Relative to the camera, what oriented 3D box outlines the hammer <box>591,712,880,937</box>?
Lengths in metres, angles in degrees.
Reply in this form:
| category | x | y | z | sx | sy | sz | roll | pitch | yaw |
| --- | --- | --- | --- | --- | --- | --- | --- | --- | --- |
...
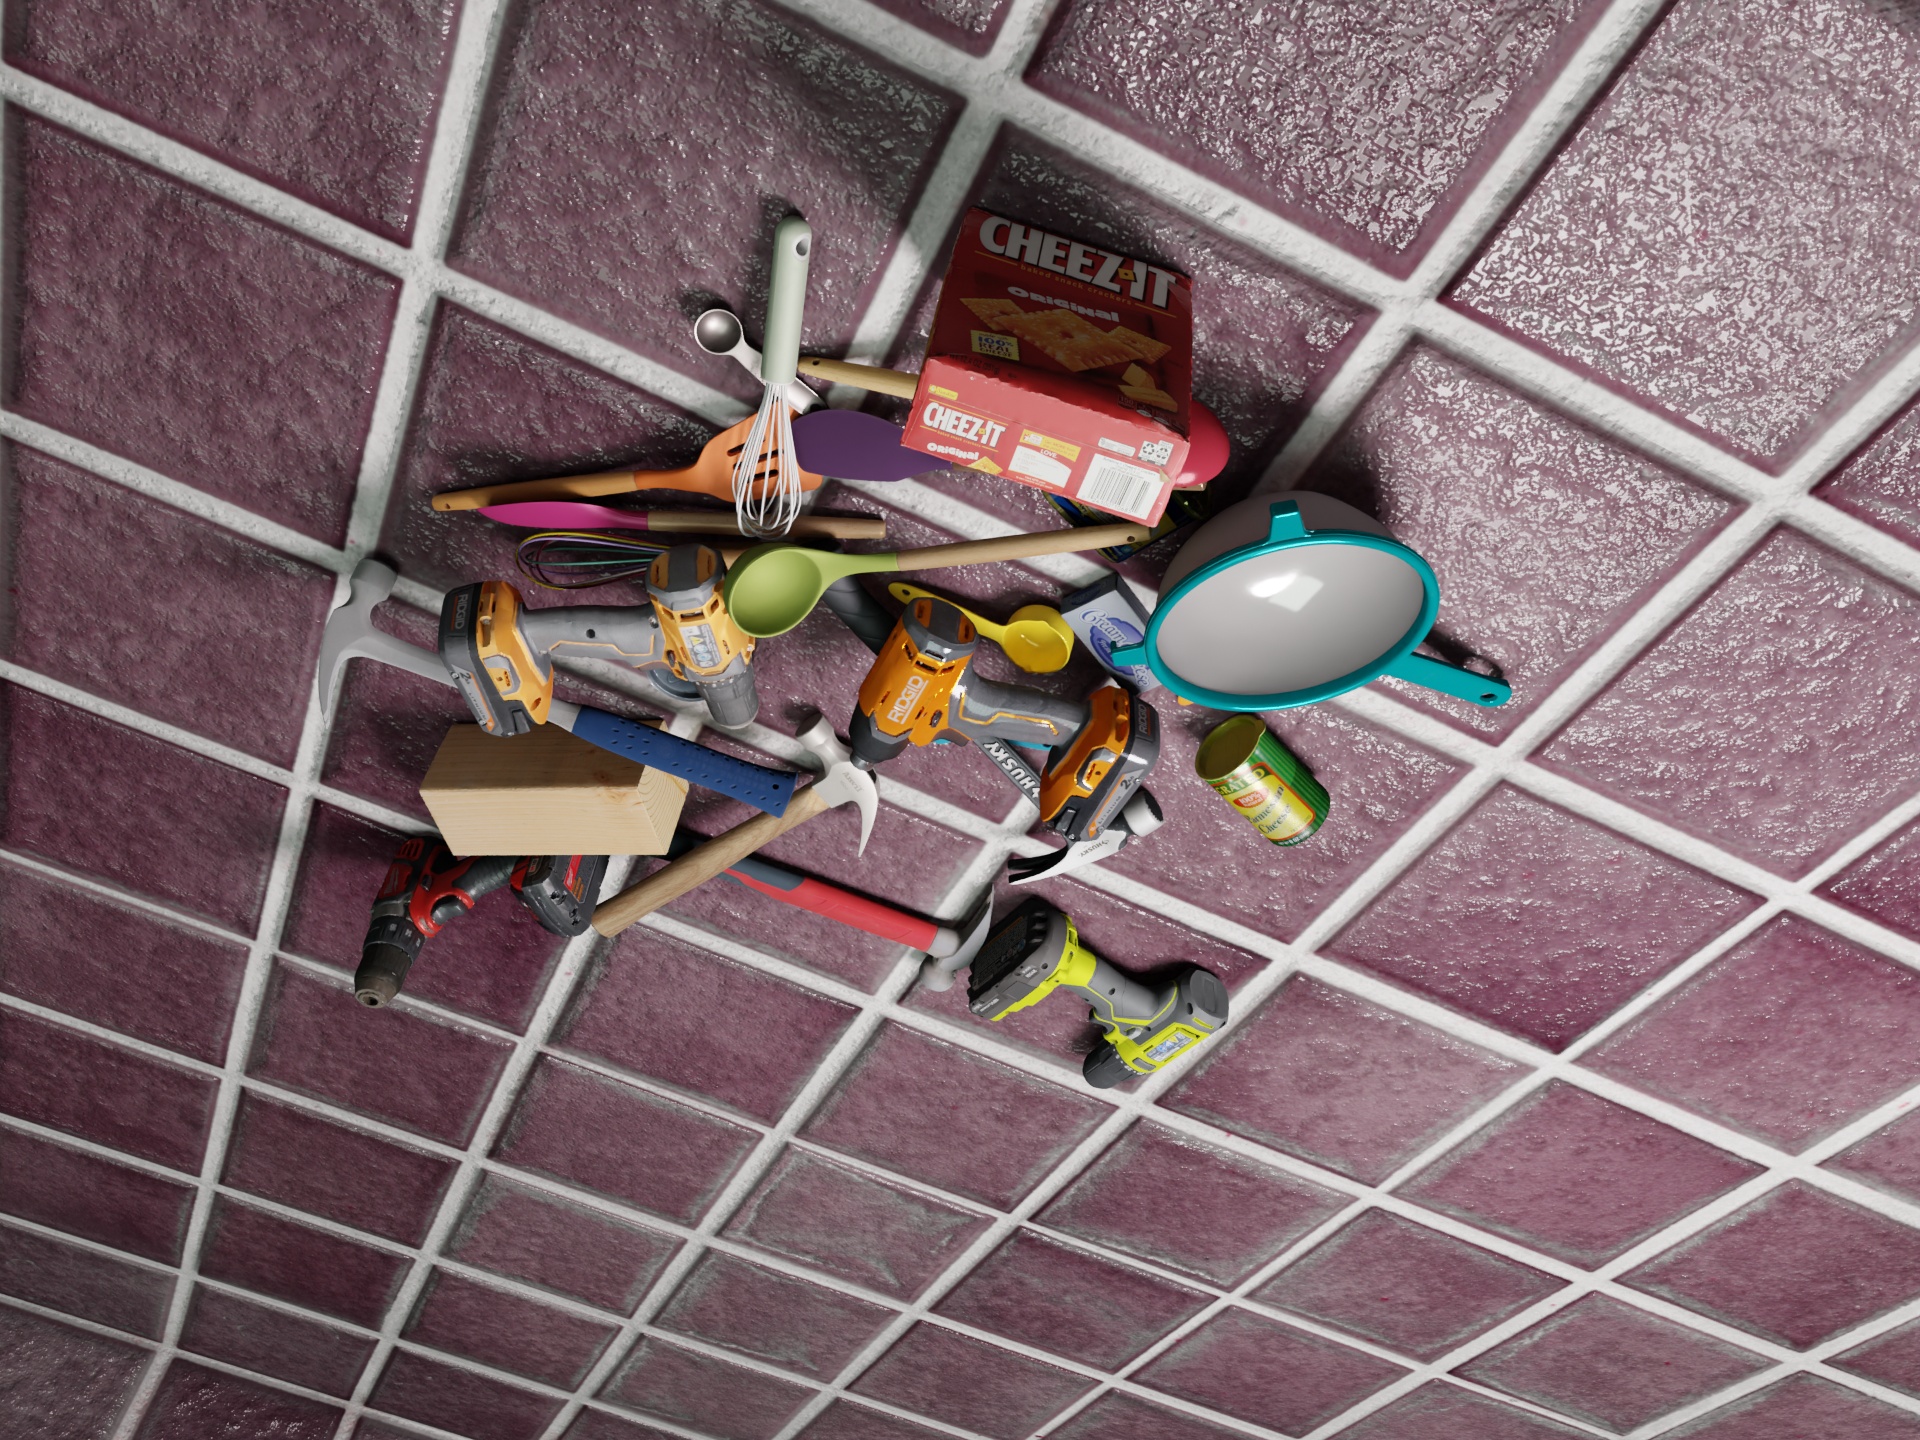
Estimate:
| category | x | y | z | sx | sy | sz | roll | pitch | yaw |
| --- | --- | --- | --- | --- | --- | --- | --- | --- | --- |
| hammer | -0.212 | 0.119 | 1.462 | 0.331 | 0.031 | 0.130 | -31 | 114 | 23 |

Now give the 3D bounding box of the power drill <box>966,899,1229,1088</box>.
| category | x | y | z | sx | sy | sz | roll | pitch | yaw |
| --- | --- | --- | --- | --- | --- | --- | --- | --- | --- |
| power drill | 0.123 | 0.281 | 1.568 | 0.228 | 0.080 | 0.190 | 29 | 131 | -20 |

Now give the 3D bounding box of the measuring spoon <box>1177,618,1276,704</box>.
| category | x | y | z | sx | sy | sz | roll | pitch | yaw |
| --- | --- | --- | --- | --- | --- | --- | --- | --- | --- |
| measuring spoon | 0.214 | -0.044 | 1.285 | 0.021 | 0.011 | 0.117 | 30 | 131 | -18 |

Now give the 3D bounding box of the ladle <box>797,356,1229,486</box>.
| category | x | y | z | sx | sy | sz | roll | pitch | yaw |
| --- | --- | --- | --- | --- | --- | --- | --- | --- | --- |
| ladle | 0.031 | -0.219 | 1.101 | 0.315 | 0.069 | 0.031 | 15 | 161 | 16 |

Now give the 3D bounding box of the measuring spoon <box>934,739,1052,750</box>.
| category | x | y | z | sx | sy | sz | roll | pitch | yaw |
| --- | --- | --- | --- | --- | --- | --- | --- | --- | --- |
| measuring spoon | 0.025 | 0.015 | 1.368 | 0.128 | 0.021 | 0.042 | 11 | 134 | 0 |

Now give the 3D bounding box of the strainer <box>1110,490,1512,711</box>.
| category | x | y | z | sx | sy | sz | roll | pitch | yaw |
| --- | --- | --- | --- | --- | --- | --- | --- | --- | --- |
| strainer | 0.286 | -0.086 | 1.192 | 0.340 | 0.095 | 0.211 | 15 | 142 | -31 |

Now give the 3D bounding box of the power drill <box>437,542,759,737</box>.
| category | x | y | z | sx | sy | sz | roll | pitch | yaw |
| --- | --- | --- | --- | --- | --- | --- | --- | --- | --- |
| power drill | -0.276 | -0.048 | 1.269 | 0.226 | 0.084 | 0.185 | -9 | 141 | 3 |

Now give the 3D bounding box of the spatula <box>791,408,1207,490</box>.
| category | x | y | z | sx | sy | sz | roll | pitch | yaw |
| --- | --- | --- | --- | --- | --- | --- | --- | --- | --- |
| spatula | 0.020 | -0.186 | 1.131 | 0.316 | 0.018 | 0.059 | 9 | 133 | 21 |

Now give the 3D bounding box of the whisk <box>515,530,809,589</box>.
| category | x | y | z | sx | sy | sz | roll | pitch | yaw |
| --- | --- | --- | --- | --- | --- | --- | --- | --- | --- |
| whisk | -0.234 | -0.128 | 1.269 | 0.245 | 0.051 | 0.047 | 0 | 99 | 4 |

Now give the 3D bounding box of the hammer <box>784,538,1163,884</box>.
| category | x | y | z | sx | sy | sz | roll | pitch | yaw |
| --- | --- | --- | --- | --- | --- | --- | --- | --- | --- |
| hammer | -0.002 | -0.004 | 1.325 | 0.149 | 0.036 | 0.408 | -32 | 122 | 21 |

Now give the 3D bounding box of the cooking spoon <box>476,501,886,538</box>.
| category | x | y | z | sx | sy | sz | roll | pitch | yaw |
| --- | --- | --- | --- | --- | --- | --- | --- | --- | --- |
| cooking spoon | -0.217 | -0.155 | 1.240 | 0.319 | 0.017 | 0.068 | 2 | 177 | 2 |

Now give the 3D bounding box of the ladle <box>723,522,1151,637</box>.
| category | x | y | z | sx | sy | sz | roll | pitch | yaw |
| --- | --- | --- | --- | --- | --- | --- | --- | --- | --- |
| ladle | -0.020 | -0.111 | 1.162 | 0.320 | 0.062 | 0.078 | -5 | 141 | 13 |

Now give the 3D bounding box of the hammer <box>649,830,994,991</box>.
| category | x | y | z | sx | sy | sz | roll | pitch | yaw |
| --- | --- | --- | --- | --- | --- | --- | --- | --- | --- |
| hammer | -0.160 | 0.150 | 1.520 | 0.386 | 0.038 | 0.143 | 21 | 132 | -10 |

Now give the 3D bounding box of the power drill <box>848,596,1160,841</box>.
| category | x | y | z | sx | sy | sz | roll | pitch | yaw |
| --- | --- | --- | --- | --- | --- | --- | --- | --- | --- |
| power drill | 0.026 | 0.011 | 1.268 | 0.226 | 0.084 | 0.164 | 24 | 126 | -13 |

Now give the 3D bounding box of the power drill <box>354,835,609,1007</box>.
| category | x | y | z | sx | sy | sz | roll | pitch | yaw |
| --- | --- | --- | --- | --- | --- | --- | --- | --- | --- |
| power drill | -0.460 | 0.175 | 1.501 | 0.227 | 0.188 | 0.080 | -13 | 130 | 16 |

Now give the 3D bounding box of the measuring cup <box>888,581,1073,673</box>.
| category | x | y | z | sx | sy | sz | roll | pitch | yaw |
| --- | --- | --- | --- | --- | --- | --- | --- | --- | --- |
| measuring cup | 0.018 | -0.086 | 1.280 | 0.156 | 0.029 | 0.062 | 23 | 139 | 5 |

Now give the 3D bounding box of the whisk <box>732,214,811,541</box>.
| category | x | y | z | sx | sy | sz | roll | pitch | yaw |
| --- | --- | --- | --- | --- | --- | --- | --- | --- | --- |
| whisk | -0.131 | -0.237 | 1.131 | 0.059 | 0.058 | 0.246 | 32 | 129 | 28 |

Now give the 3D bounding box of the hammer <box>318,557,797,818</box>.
| category | x | y | z | sx | sy | sz | roll | pitch | yaw |
| --- | --- | --- | --- | --- | --- | --- | --- | --- | --- |
| hammer | -0.336 | 0.000 | 1.339 | 0.405 | 0.144 | 0.035 | 21 | 157 | -10 |

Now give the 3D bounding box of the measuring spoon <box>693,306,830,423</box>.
| category | x | y | z | sx | sy | sz | roll | pitch | yaw |
| --- | --- | --- | --- | --- | --- | --- | --- | --- | --- |
| measuring spoon | -0.140 | -0.256 | 1.152 | 0.034 | 0.018 | 0.124 | -40 | 123 | 22 |

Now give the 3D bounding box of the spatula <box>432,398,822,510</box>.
| category | x | y | z | sx | sy | sz | roll | pitch | yaw |
| --- | --- | --- | --- | --- | --- | --- | --- | --- | --- |
| spatula | -0.267 | -0.189 | 1.232 | 0.322 | 0.041 | 0.080 | -3 | 132 | 19 |
